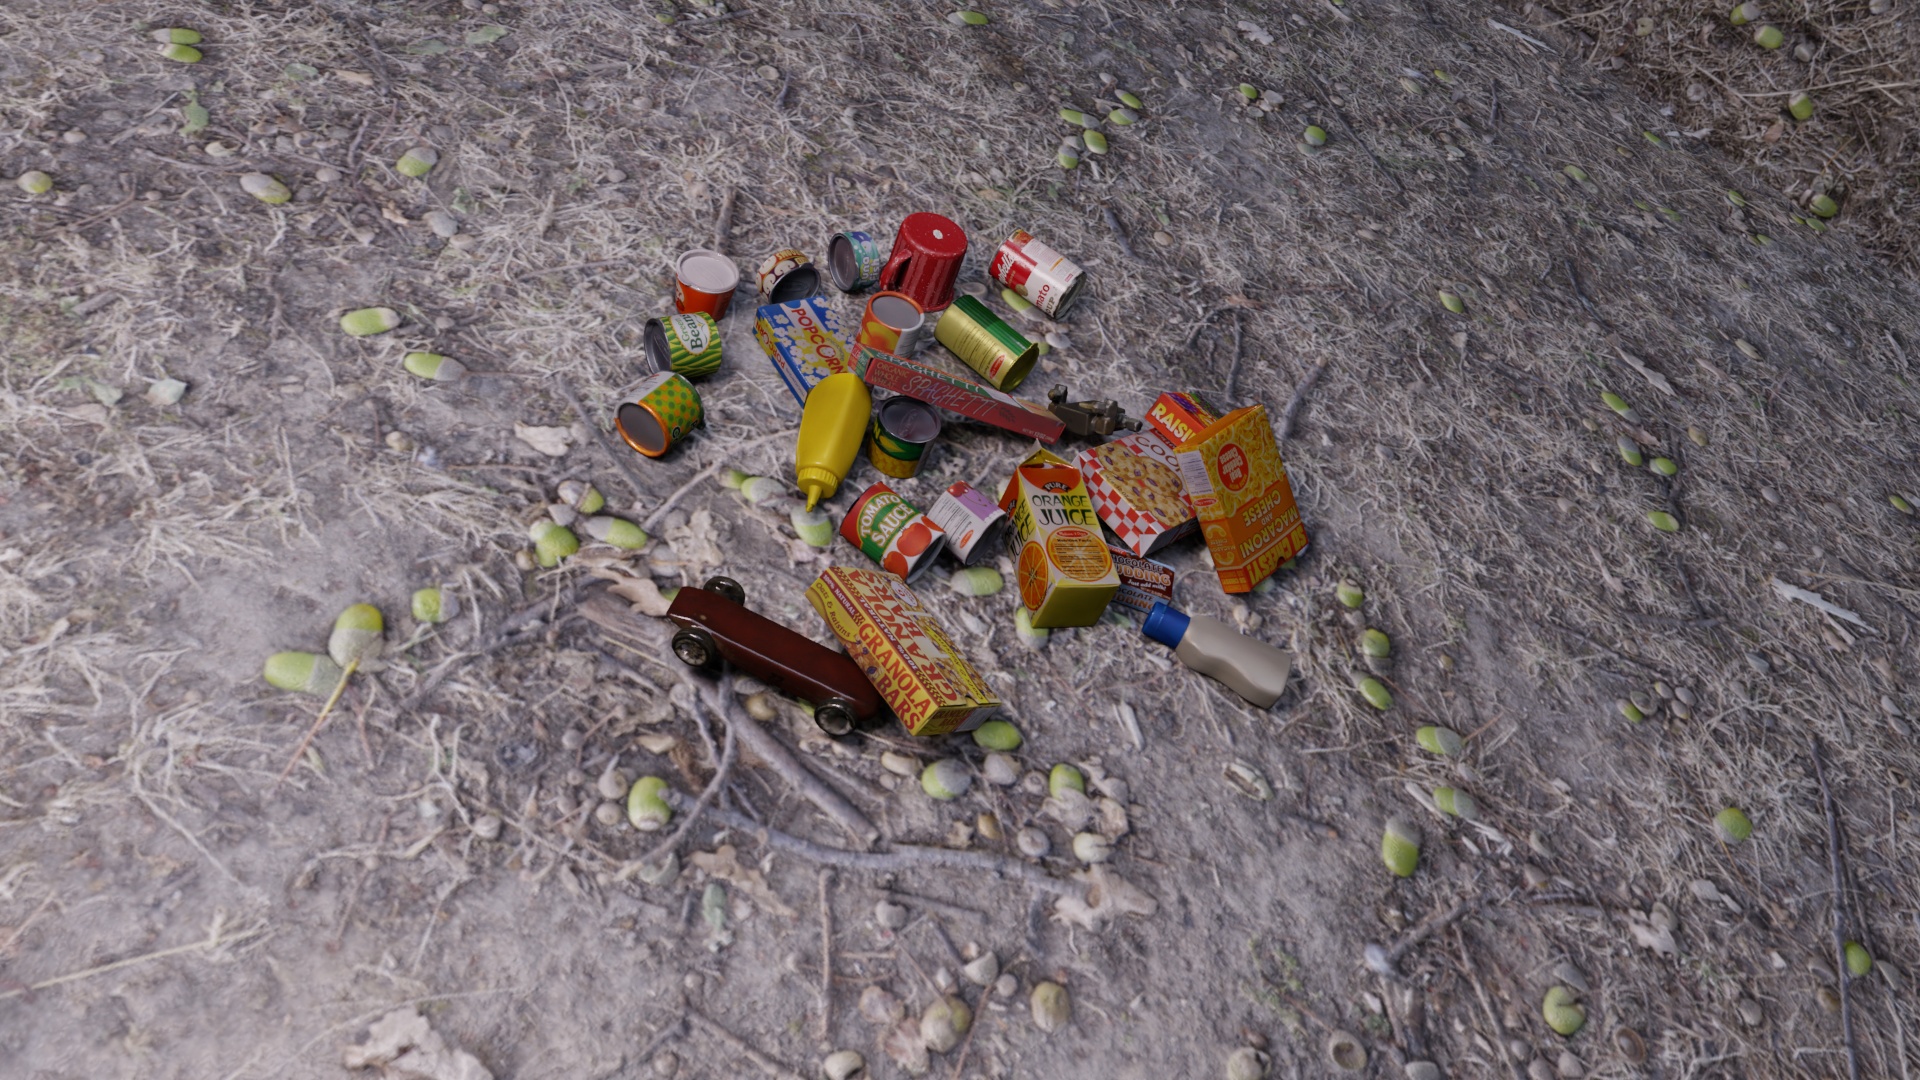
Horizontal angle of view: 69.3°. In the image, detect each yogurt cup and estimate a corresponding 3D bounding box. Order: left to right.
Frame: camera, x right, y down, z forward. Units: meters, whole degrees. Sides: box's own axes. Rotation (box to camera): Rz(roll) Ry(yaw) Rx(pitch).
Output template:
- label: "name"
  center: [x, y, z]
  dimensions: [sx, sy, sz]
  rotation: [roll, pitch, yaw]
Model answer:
- label: "yogurt cup"
  center: [-0.275, -0.272, 1.493]
  dimensions: [0.072, 0.053, 0.073]
  rotation: [12, 48, -13]

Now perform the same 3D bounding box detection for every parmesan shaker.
- label: "parmesan shaker"
  center: [0.031, -0.224, 1.564]
  dimensions: [0.103, 0.071, 0.071]
  rotation: [41, 48, 16]

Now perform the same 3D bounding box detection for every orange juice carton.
- label: "orange juice carton"
  center: [0.090, -0.010, 1.401]
  dimensions: [0.073, 0.071, 0.193]
  rotation: [0, 51, -22]

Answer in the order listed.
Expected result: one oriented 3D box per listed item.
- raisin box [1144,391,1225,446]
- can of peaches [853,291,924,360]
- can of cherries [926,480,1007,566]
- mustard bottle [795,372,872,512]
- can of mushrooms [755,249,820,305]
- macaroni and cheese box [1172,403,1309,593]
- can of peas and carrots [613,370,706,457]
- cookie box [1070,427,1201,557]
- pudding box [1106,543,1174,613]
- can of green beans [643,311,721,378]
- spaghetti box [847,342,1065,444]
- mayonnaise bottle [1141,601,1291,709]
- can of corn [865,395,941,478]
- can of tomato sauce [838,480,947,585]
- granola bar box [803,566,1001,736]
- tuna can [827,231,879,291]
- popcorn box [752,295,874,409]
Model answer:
- label: "raisin box"
  center: [0.268, -0.126, 1.562]
  dimensions: [0.086, 0.040, 0.123]
  rotation: [45, 23, 18]
- label: "can of peaches"
  center: [-0.080, -0.235, 1.538]
  dimensions: [0.071, 0.057, 0.071]
  rotation: [12, 48, -13]
- label: "can of cherries"
  center: [0.005, -0.017, 1.379]
  dimensions: [0.058, 0.071, 0.072]
  rotation: [38, 47, 13]
- label: "mustard bottle"
  center: [-0.134, -0.093, 1.389]
  dimensions: [0.048, 0.065, 0.161]
  rotation: [45, 47, -43]
- label: "can of mushrooms"
  center: [-0.189, -0.288, 1.531]
  dimensions: [0.071, 0.070, 0.033]
  rotation: [-19, 58, -34]
- label: "macaroni and cheese box"
  center: [0.301, -0.045, 1.475]
  dimensions: [0.124, 0.040, 0.166]
  rotation: [-31, 105, -39]
- label: "can of peas and carrots"
  center: [-0.291, -0.121, 1.348]
  dimensions: [0.071, 0.070, 0.059]
  rotation: [34, 47, 8]
- label: "cookie box"
  center: [0.205, -0.057, 1.488]
  dimensions: [0.123, 0.040, 0.168]
  rotation: [47, 38, 19]
- label: "pudding box"
  center: [0.175, 0.040, 1.420]
  dimensions: [0.084, 0.030, 0.050]
  rotation: [21, 45, -4]
- label: "can of green beans"
  center: [-0.283, -0.198, 1.417]
  dimensions: [0.058, 0.071, 0.071]
  rotation: [-15, 58, -32]
- label: "spaghetti box"
  center: [-0.002, -0.153, 1.460]
  dimensions: [0.250, 0.028, 0.050]
  rotation: [15, 18, -32]
- label: "mayonnaise bottle"
  center: [0.254, 0.109, 1.385]
  dimensions: [0.148, 0.041, 0.065]
  rotation: [27, 46, 3]
- label: "can of corn"
  center: [-0.062, -0.108, 1.433]
  dimensions: [0.071, 0.058, 0.071]
  rotation: [11, 48, -13]
- label: "can of tomato sauce"
  center: [-0.065, -0.007, 1.337]
  dimensions: [0.083, 0.070, 0.071]
  rotation: [37, 47, 11]
- label: "granola bar box"
  center: [-0.049, 0.096, 1.232]
  dimensions: [0.166, 0.039, 0.124]
  rotation: [50, 17, 22]
- label: "tuna can"
  center: [-0.121, -0.319, 1.588]
  dimensions: [0.033, 0.070, 0.071]
  rotation: [-13, 57, -31]
- label: "popcorn box"
  center: [-0.157, -0.202, 1.492]
  dimensions: [0.085, 0.038, 0.127]
  rotation: [-17, 59, -32]
